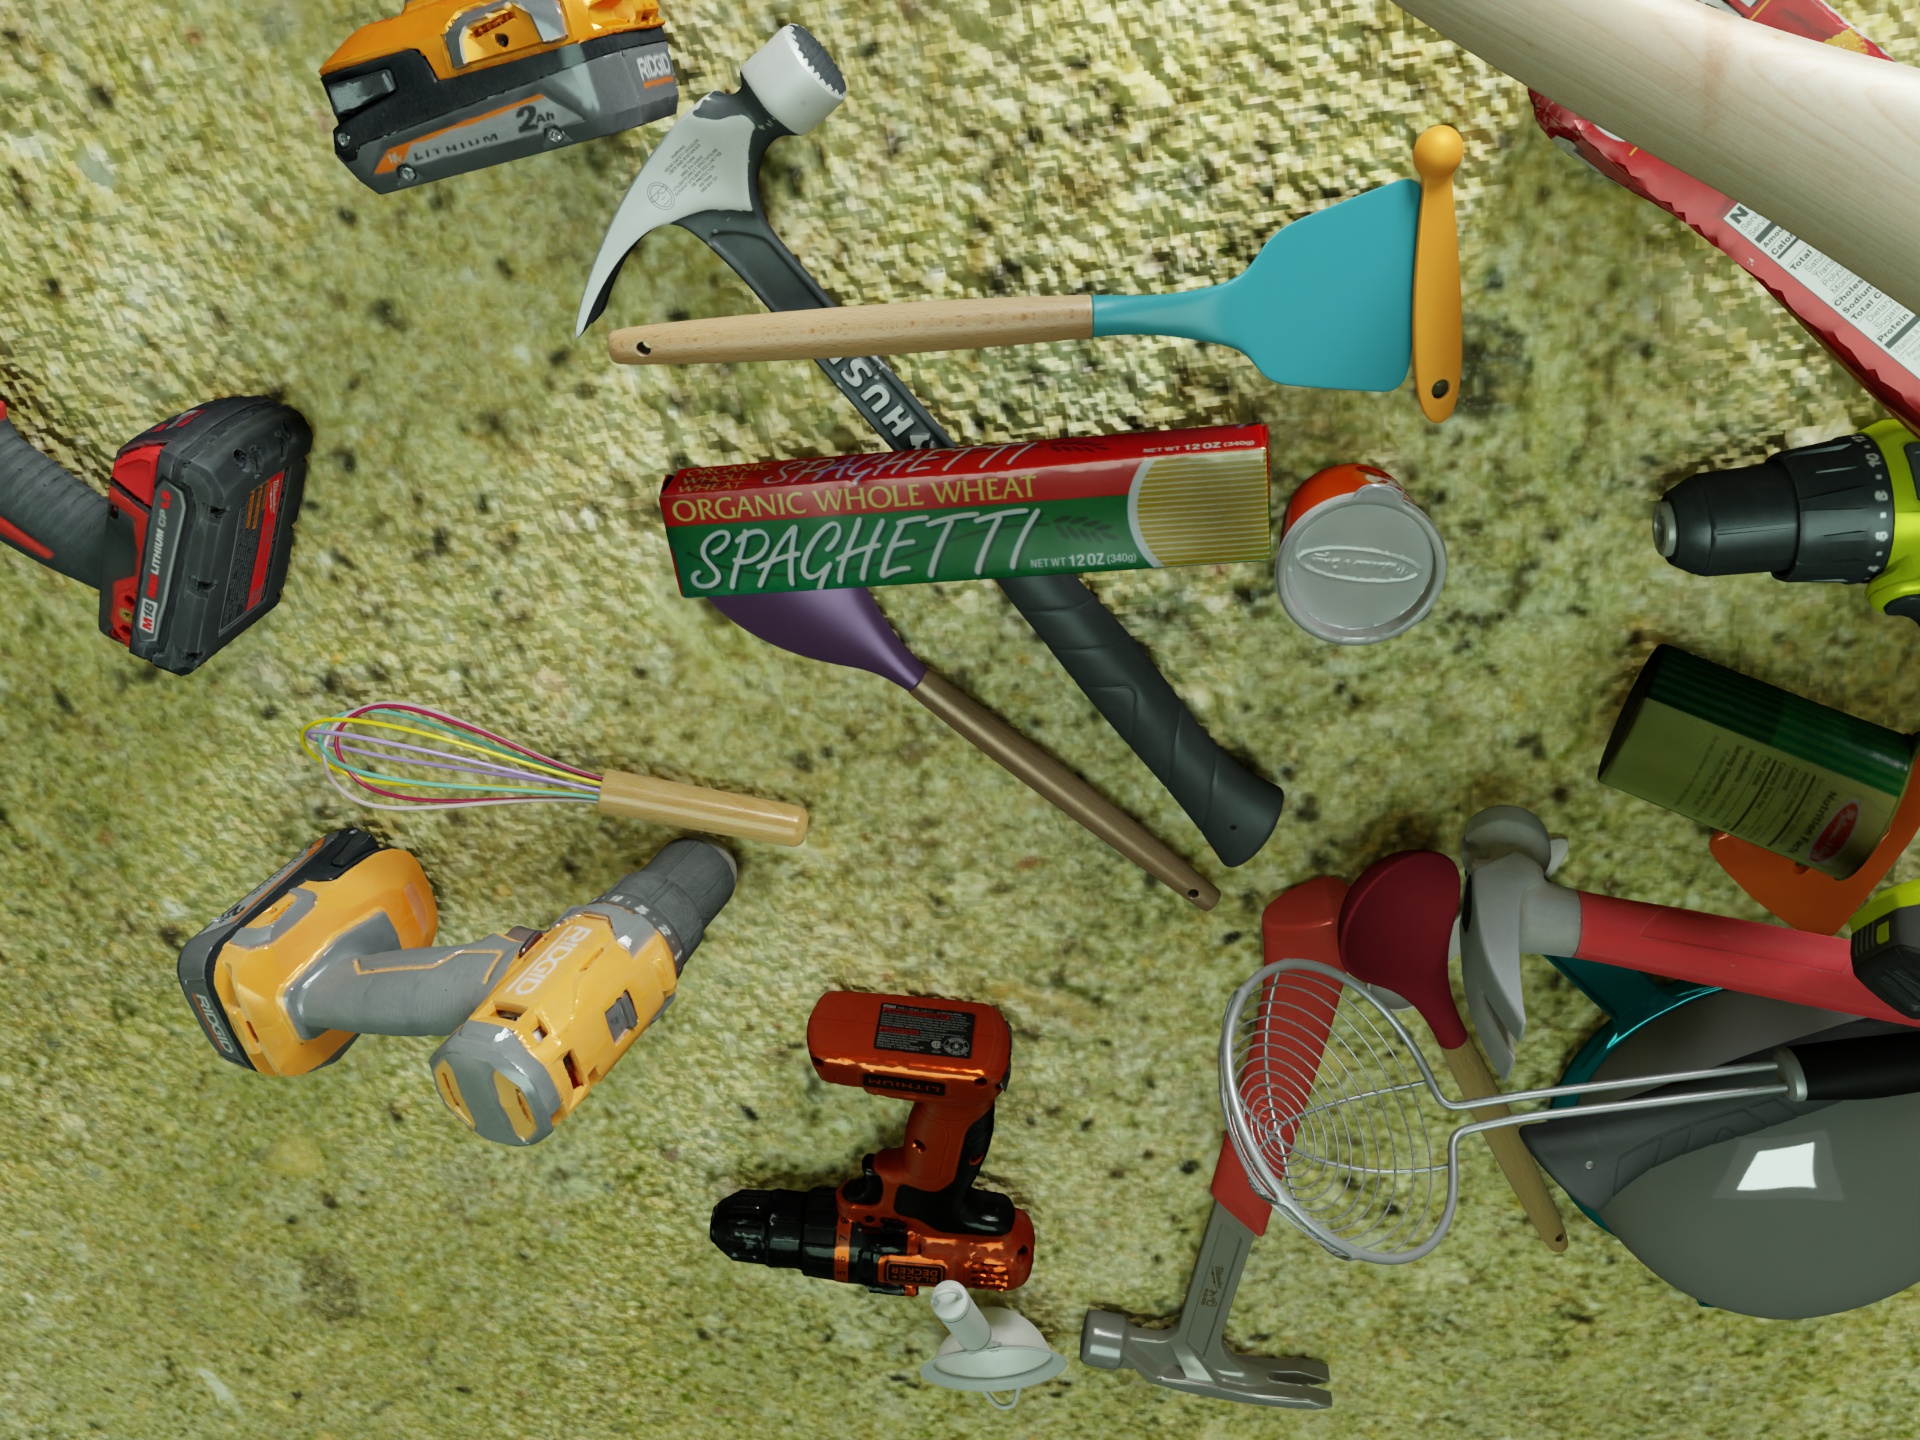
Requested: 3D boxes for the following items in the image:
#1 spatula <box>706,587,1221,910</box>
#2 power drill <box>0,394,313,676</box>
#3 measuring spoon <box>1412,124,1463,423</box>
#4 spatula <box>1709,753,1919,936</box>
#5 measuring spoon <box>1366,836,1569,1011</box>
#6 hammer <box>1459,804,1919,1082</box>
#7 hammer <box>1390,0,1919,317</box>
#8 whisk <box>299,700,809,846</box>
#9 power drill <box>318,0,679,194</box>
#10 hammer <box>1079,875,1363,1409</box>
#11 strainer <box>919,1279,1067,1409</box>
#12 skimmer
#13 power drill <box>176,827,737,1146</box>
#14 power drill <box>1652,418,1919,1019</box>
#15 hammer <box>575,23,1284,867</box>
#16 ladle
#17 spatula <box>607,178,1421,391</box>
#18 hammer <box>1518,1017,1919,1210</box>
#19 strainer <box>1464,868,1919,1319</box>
[{"bbox_3d":[-0.001,-0.002,0.743,0.315,0.018,0.059,36,118,-12],"label":"spatula"},{"bbox_3d":[-0.406,-0.137,0.684,0.226,0.080,0.187,23,120,-3],"label":"power drill"},{"bbox_3d":[0.189,-0.172,0.623,0.021,0.011,0.116,-13,118,-7],"label":"measuring spoon"},{"bbox_3d":[0.465,-0.011,0.646,0.081,0.041,0.322,38,132,-12],"label":"spatula"},{"bbox_3d":[0.246,0.096,0.776,0.034,0.018,0.124,35,111,-21],"label":"measuring spoon"},{"bbox_3d":[0.396,0.119,0.624,0.386,0.143,0.038,10,124,10],"label":"hammer"},{"bbox_3d":[0.114,-0.226,0.459,0.411,0.038,0.146,45,121,23],"label":"hammer"},{"bbox_3d":[-0.196,0.031,0.774,0.245,0.051,0.047,11,114,-6],"label":"whisk"},{"bbox_3d":[-0.203,-0.310,0.556,0.164,0.084,0.226,-9,114,13],"label":"power drill"},{"bbox_3d":[0.166,0.238,0.852,0.149,0.037,0.358,9,121,1],"label":"hammer"},{"bbox_3d":[0.010,0.339,0.881,0.087,0.050,0.258,-8,149,4],"label":"strainer"},{"bbox_3d":[0.285,0.142,0.646,0.363,0.127,0.090,-7,147,2],"label":"skimmer"},{"bbox_3d":[-0.233,0.108,0.769,0.226,0.185,0.084,4,122,27],"label":"power drill"},{"bbox_3d":[0.377,-0.010,0.596,0.190,0.229,0.080,-6,160,10],"label":"power drill"},{"bbox_3d":[0.009,-0.081,0.687,0.149,0.036,0.408,-33,111,24],"label":"hammer"},{"bbox_3d":[0.256,0.175,0.795,0.069,0.031,0.315,-35,121,-4],"label":"ladle"},{"bbox_3d":[0.024,-0.155,0.615,0.317,0.044,0.082,-3,117,1],"label":"spatula"},{"bbox_3d":[0.411,0.136,0.699,0.335,0.035,0.146,-21,90,5],"label":"hammer"},{"bbox_3d":[0.361,0.185,0.759,0.340,0.095,0.211,40,116,-18],"label":"strainer"}]
